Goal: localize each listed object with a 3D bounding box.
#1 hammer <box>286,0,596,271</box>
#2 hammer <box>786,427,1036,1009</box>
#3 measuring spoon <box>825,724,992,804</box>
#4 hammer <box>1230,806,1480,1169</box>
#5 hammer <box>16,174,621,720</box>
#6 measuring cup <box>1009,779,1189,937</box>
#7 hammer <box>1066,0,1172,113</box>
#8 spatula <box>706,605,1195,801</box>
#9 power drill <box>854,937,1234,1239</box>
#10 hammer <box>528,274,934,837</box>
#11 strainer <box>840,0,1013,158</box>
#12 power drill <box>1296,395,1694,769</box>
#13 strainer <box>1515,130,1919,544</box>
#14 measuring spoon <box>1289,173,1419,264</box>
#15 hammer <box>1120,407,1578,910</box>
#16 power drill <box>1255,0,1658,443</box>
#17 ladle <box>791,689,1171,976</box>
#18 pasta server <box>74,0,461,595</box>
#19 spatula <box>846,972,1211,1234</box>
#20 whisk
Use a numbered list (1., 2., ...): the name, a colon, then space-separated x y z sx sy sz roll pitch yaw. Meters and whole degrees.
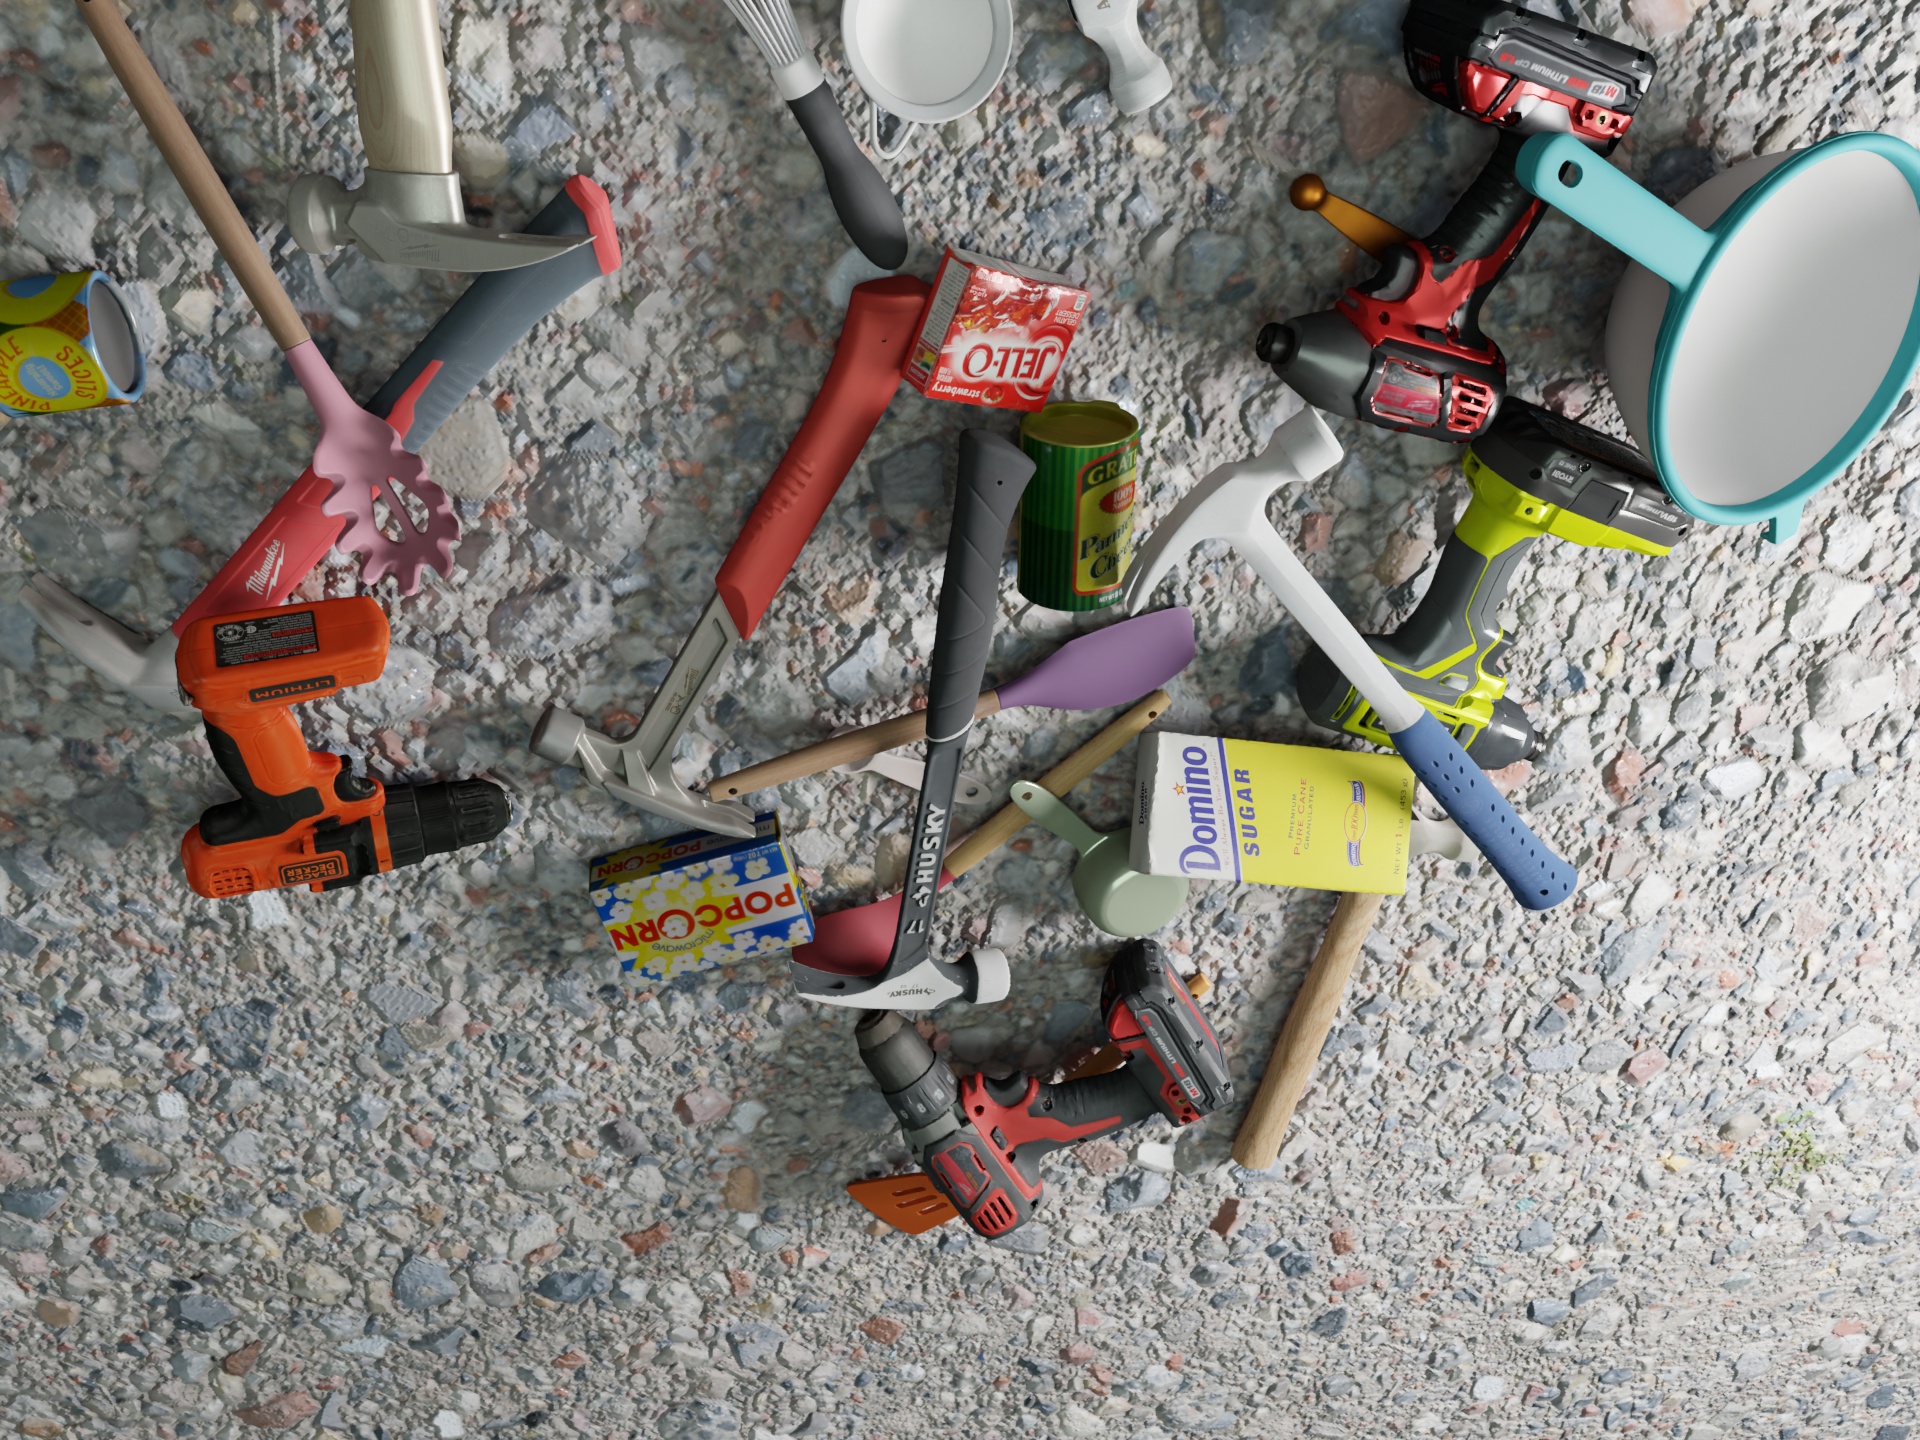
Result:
1. hammer: -0.242 -0.403 0.681 0.146 0.038 0.410 8 119 8
2. hammer: -0.014 0.019 0.951 0.149 0.036 0.408 -3 124 -19
3. measuring spoon: -0.033 0.029 1.014 0.124 0.018 0.034 21 117 -28
4. hammer: 0.258 0.201 1.155 0.130 0.031 0.331 7 120 -14
5. hammer: -0.329 -0.148 0.840 0.386 0.038 0.143 -42 117 16
6. measuring cup: 0.089 0.089 1.039 0.083 0.038 0.167 -41 129 13
7. hammer: 0.193 -0.434 0.754 0.331 0.033 0.128 -30 122 9
8. spatula: -0.002 -0.003 0.974 0.316 0.018 0.059 -18 125 -9
9. power drill: 0.054 0.241 1.110 0.226 0.080 0.187 -31 102 11
10. hammer: -0.106 -0.089 0.914 0.149 0.037 0.359 25 115 -22
11. strainer: 0.010 -0.392 0.746 0.086 0.050 0.258 17 111 -25
12. power drill: 0.334 -0.070 0.978 0.171 0.080 0.223 17 121 -18
13. strainer: 0.380 -0.236 0.844 0.340 0.095 0.211 16 108 -34
14. measuring spoon: 0.229 -0.266 0.875 0.116 0.011 0.021 24 115 -22
15. hammer: 0.255 -0.005 0.953 0.144 0.035 0.405 -35 122 20
16. power drill: 0.252 -0.260 0.838 0.143 0.079 0.219 9 120 -19
17. ladle: 0.013 0.082 1.045 0.315 0.031 0.069 -40 124 13
18. pasta server: -0.338 -0.207 0.771 0.060 0.040 0.316 -27 111 -4
19. spatula: 0.056 0.286 1.180 0.322 0.041 0.081 -41 118 11
20. whisk: -0.092 -0.337 0.755 0.070 0.070 0.284 -26 126 7
